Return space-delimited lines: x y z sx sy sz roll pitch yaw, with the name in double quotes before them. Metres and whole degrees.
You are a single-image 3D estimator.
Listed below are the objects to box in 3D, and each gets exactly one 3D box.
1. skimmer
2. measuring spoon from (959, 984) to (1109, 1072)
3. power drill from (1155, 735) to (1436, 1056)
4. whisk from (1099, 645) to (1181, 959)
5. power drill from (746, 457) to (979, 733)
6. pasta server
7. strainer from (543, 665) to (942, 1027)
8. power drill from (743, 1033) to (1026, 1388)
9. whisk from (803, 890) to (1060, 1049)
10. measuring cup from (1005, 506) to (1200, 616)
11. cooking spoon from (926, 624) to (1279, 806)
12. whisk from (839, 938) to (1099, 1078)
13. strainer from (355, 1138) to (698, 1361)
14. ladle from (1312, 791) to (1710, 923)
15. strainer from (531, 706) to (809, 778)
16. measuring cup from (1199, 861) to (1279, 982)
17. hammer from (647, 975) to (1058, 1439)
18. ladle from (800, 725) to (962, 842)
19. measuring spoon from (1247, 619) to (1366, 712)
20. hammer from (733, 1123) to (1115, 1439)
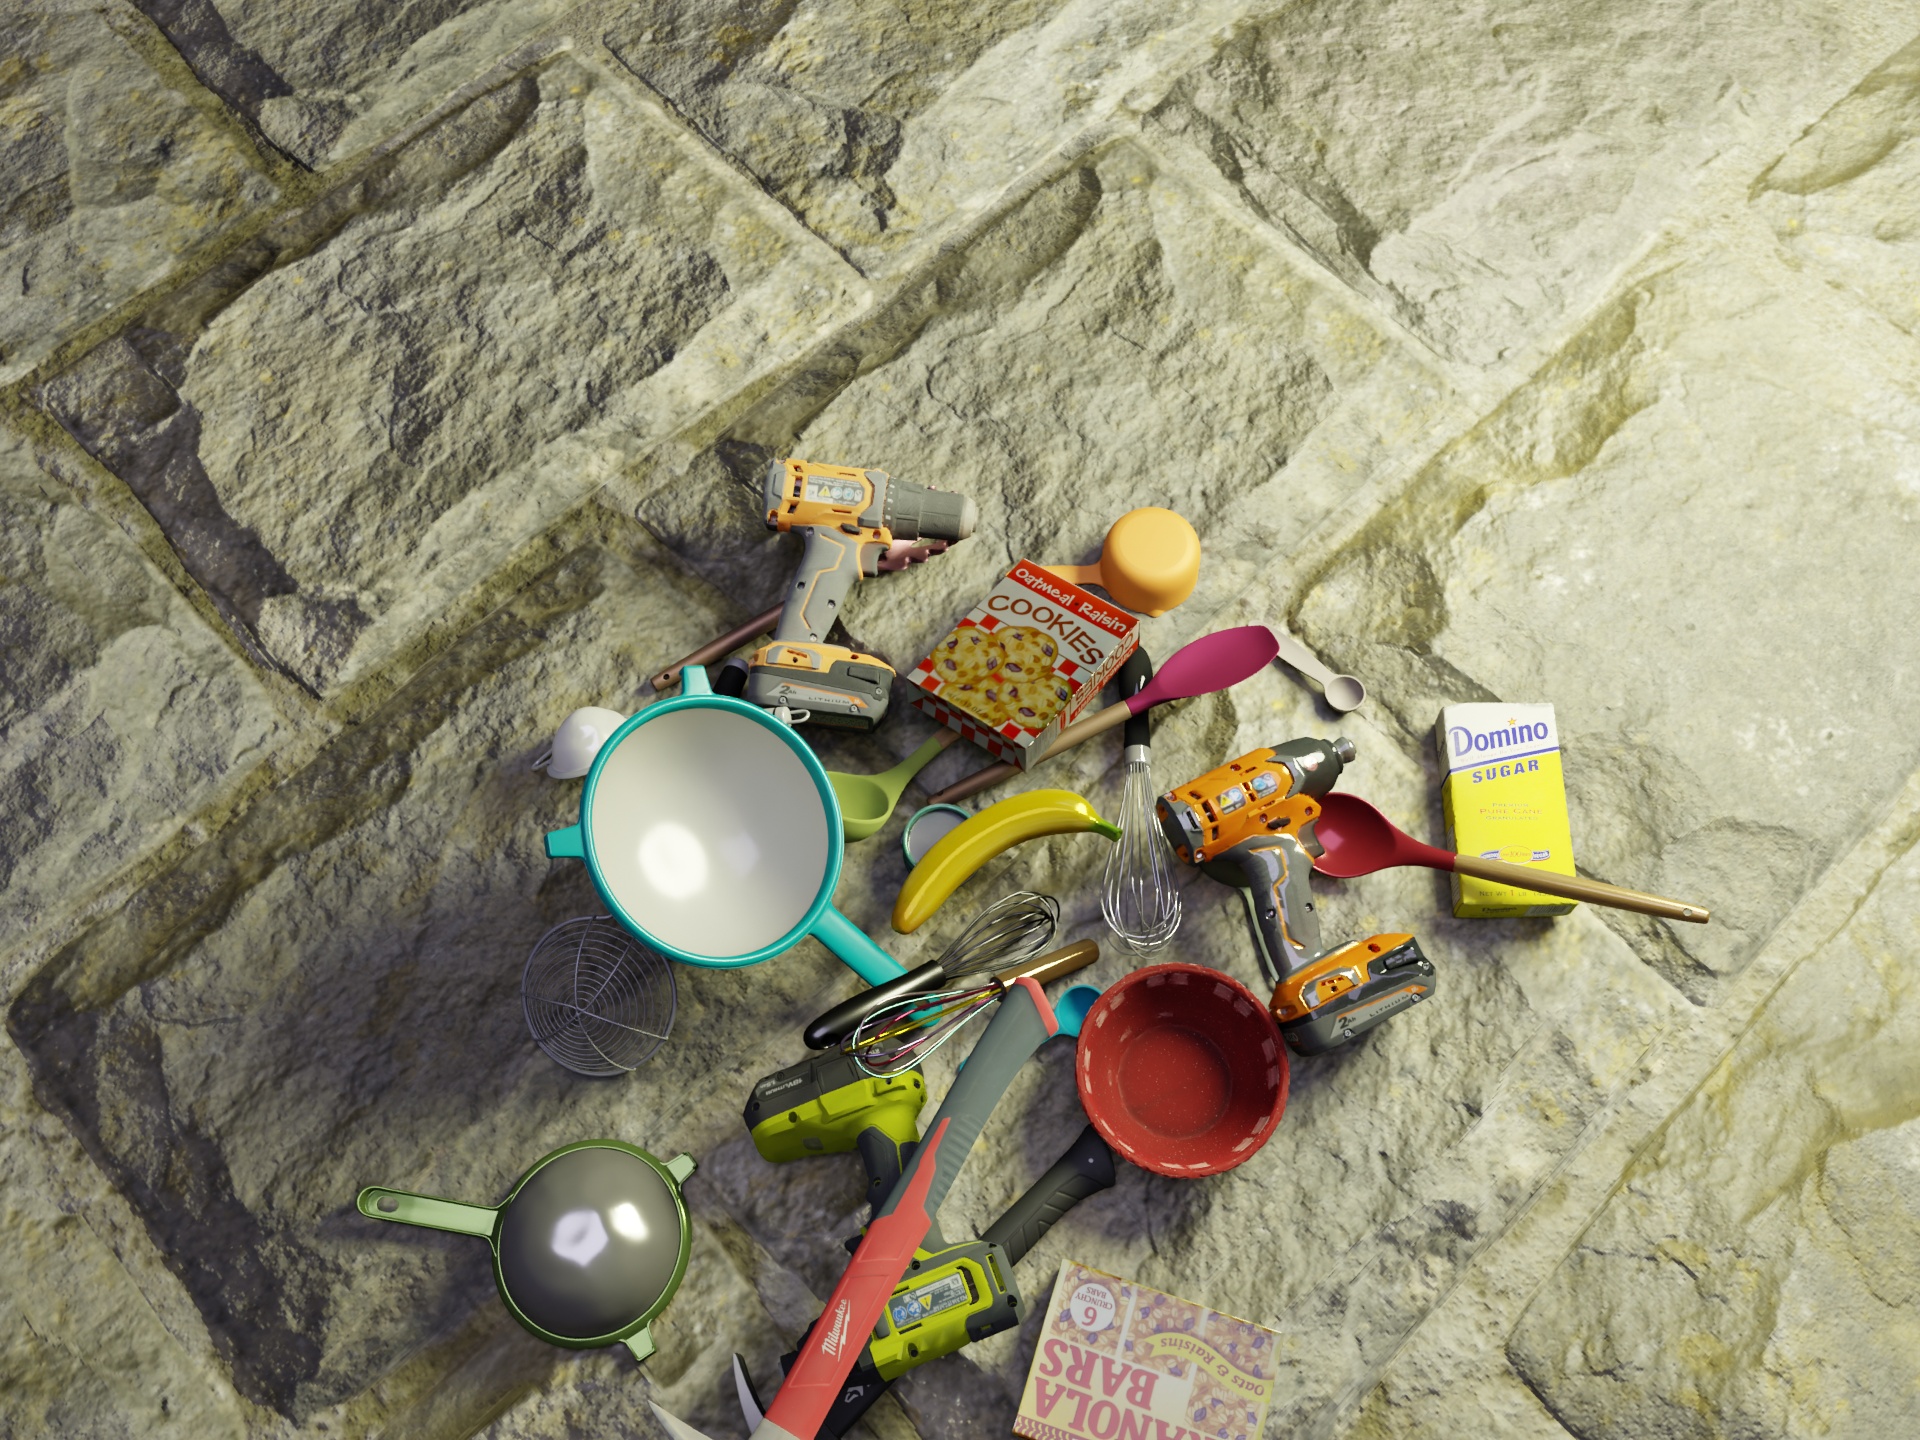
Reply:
"skimmer" -0.246 0.111 1.311 0.127 0.090 0.364 15 57 6
"measuring spoon" 0.058 0.249 1.250 0.128 0.021 0.042 -26 68 0
"power drill" 0.273 0.126 1.233 0.164 0.084 0.226 -26 79 -7
"whisk" 0.146 0.060 1.310 0.070 0.070 0.285 1 61 2
"power drill" -0.085 -0.107 1.355 0.185 0.084 0.226 7 77 -2
"pasta server" -0.133 -0.111 1.403 0.316 0.040 0.060 -31 85 -10
"strainer" -0.158 0.134 1.243 0.340 0.095 0.211 43 57 -14
"power drill" -0.071 0.355 1.143 0.171 0.080 0.223 -20 54 -6
"whisk" -0.019 0.194 1.227 0.239 0.055 0.055 -24 66 -29
"measuring cup" 0.126 -0.142 1.400 0.173 0.052 0.095 -4 66 -2
"cooking spoon" 0.116 0.001 1.320 0.319 0.017 0.069 -26 41 4
"whisk" 0.014 0.211 1.201 0.245 0.047 0.051 -16 54 -36
"strainer" -0.329 0.372 1.173 0.256 0.069 0.152 9 66 4
"ladle" 0.412 0.115 1.239 0.315 0.031 0.069 12 86 26
"strainer" -0.246 0.007 1.314 0.258 0.050 0.087 -6 34 14
"measuring cup" 0.239 0.134 1.281 0.083 0.038 0.168 -13 65 -4
"hammer" -0.053 0.336 1.089 0.143 0.038 0.386 22 62 20
"ladle" -0.002 -0.004 1.342 0.320 0.062 0.078 -38 51 -17
"measuring spoon" 0.297 -0.047 1.378 0.034 0.018 0.124 -42 64 -15
"hammer" -0.014 0.420 1.162 0.335 0.035 0.146 -41 72 -15
